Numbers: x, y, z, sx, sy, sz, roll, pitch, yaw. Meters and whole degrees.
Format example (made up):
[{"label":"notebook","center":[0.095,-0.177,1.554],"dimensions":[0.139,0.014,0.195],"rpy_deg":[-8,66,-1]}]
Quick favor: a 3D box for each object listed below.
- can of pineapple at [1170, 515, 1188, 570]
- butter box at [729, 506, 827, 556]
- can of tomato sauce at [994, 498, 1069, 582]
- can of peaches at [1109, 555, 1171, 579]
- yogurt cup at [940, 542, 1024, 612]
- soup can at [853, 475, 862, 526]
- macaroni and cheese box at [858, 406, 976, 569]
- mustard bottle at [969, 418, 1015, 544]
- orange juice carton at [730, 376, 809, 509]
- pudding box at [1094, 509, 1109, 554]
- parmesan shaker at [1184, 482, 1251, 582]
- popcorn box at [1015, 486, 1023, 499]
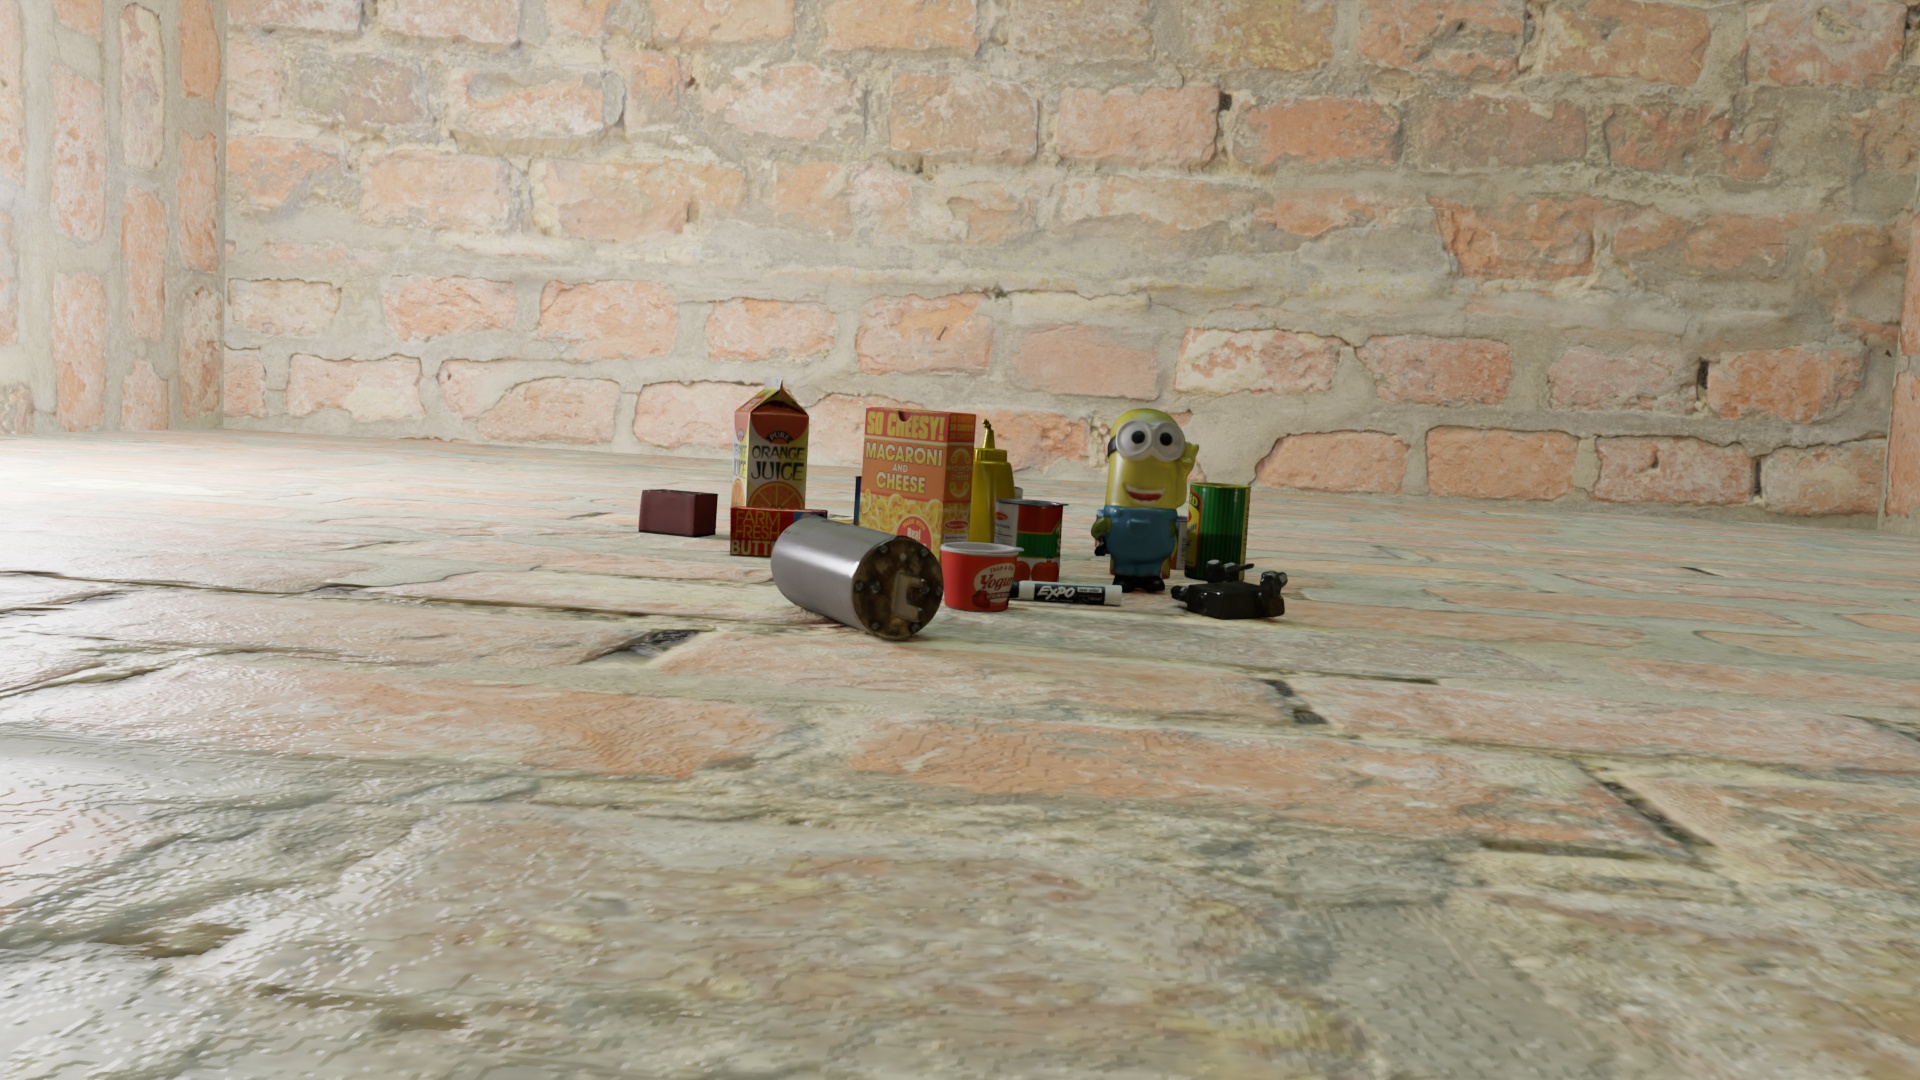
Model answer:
[{"label":"can of pineapple","center":[0.249,0.002,1.602],"dimensions":[0.071,0.057,0.071],"rpy_deg":[3,5,0]},{"label":"butter box","center":[-0.194,-0.009,1.479],"dimensions":[0.103,0.053,0.024],"rpy_deg":[3,5,-3]},{"label":"can of tomato sauce","center":[0.068,0.003,1.359],"dimensions":[0.071,0.083,0.071],"rpy_deg":[3,5,0]},{"label":"can of peaches","center":[0.195,0.009,1.497],"dimensions":[0.071,0.058,0.071],"rpy_deg":[3,5,0]},{"label":"yogurt cup","center":[0.015,0.031,1.197],"dimensions":[0.072,0.054,0.072],"rpy_deg":[3,6,0]},{"label":"soup can","center":[-0.090,-0.031,1.602],"dimensions":[0.071,0.083,0.071],"rpy_deg":[3,5,0]},{"label":"macaroni and cheese box","center":[-0.044,-0.043,1.338],"dimensions":[0.040,0.166,0.123],"rpy_deg":[-2,7,-44]},{"label":"mustard bottle","center":[0.028,-0.045,1.426],"dimensions":[0.065,0.160,0.049],"rpy_deg":[8,7,41]},{"label":"orange juice carton","center":[-0.222,-0.094,1.616],"dimensions":[0.073,0.192,0.072],"rpy_deg":[1,6,-23]},{"label":"pudding box","center":[0.188,-0.011,1.736],"dimensions":[0.030,0.049,0.084],"rpy_deg":[3,6,-2]},{"label":"parmesan shaker","center":[0.278,-0.009,1.502],"dimensions":[0.071,0.103,0.071],"rpy_deg":[3,5,0]},{"label":"popcorn box","center":[0.005,-0.019,1.535],"dimensions":[0.127,0.085,0.038],"rpy_deg":[0,6,-30]}]
